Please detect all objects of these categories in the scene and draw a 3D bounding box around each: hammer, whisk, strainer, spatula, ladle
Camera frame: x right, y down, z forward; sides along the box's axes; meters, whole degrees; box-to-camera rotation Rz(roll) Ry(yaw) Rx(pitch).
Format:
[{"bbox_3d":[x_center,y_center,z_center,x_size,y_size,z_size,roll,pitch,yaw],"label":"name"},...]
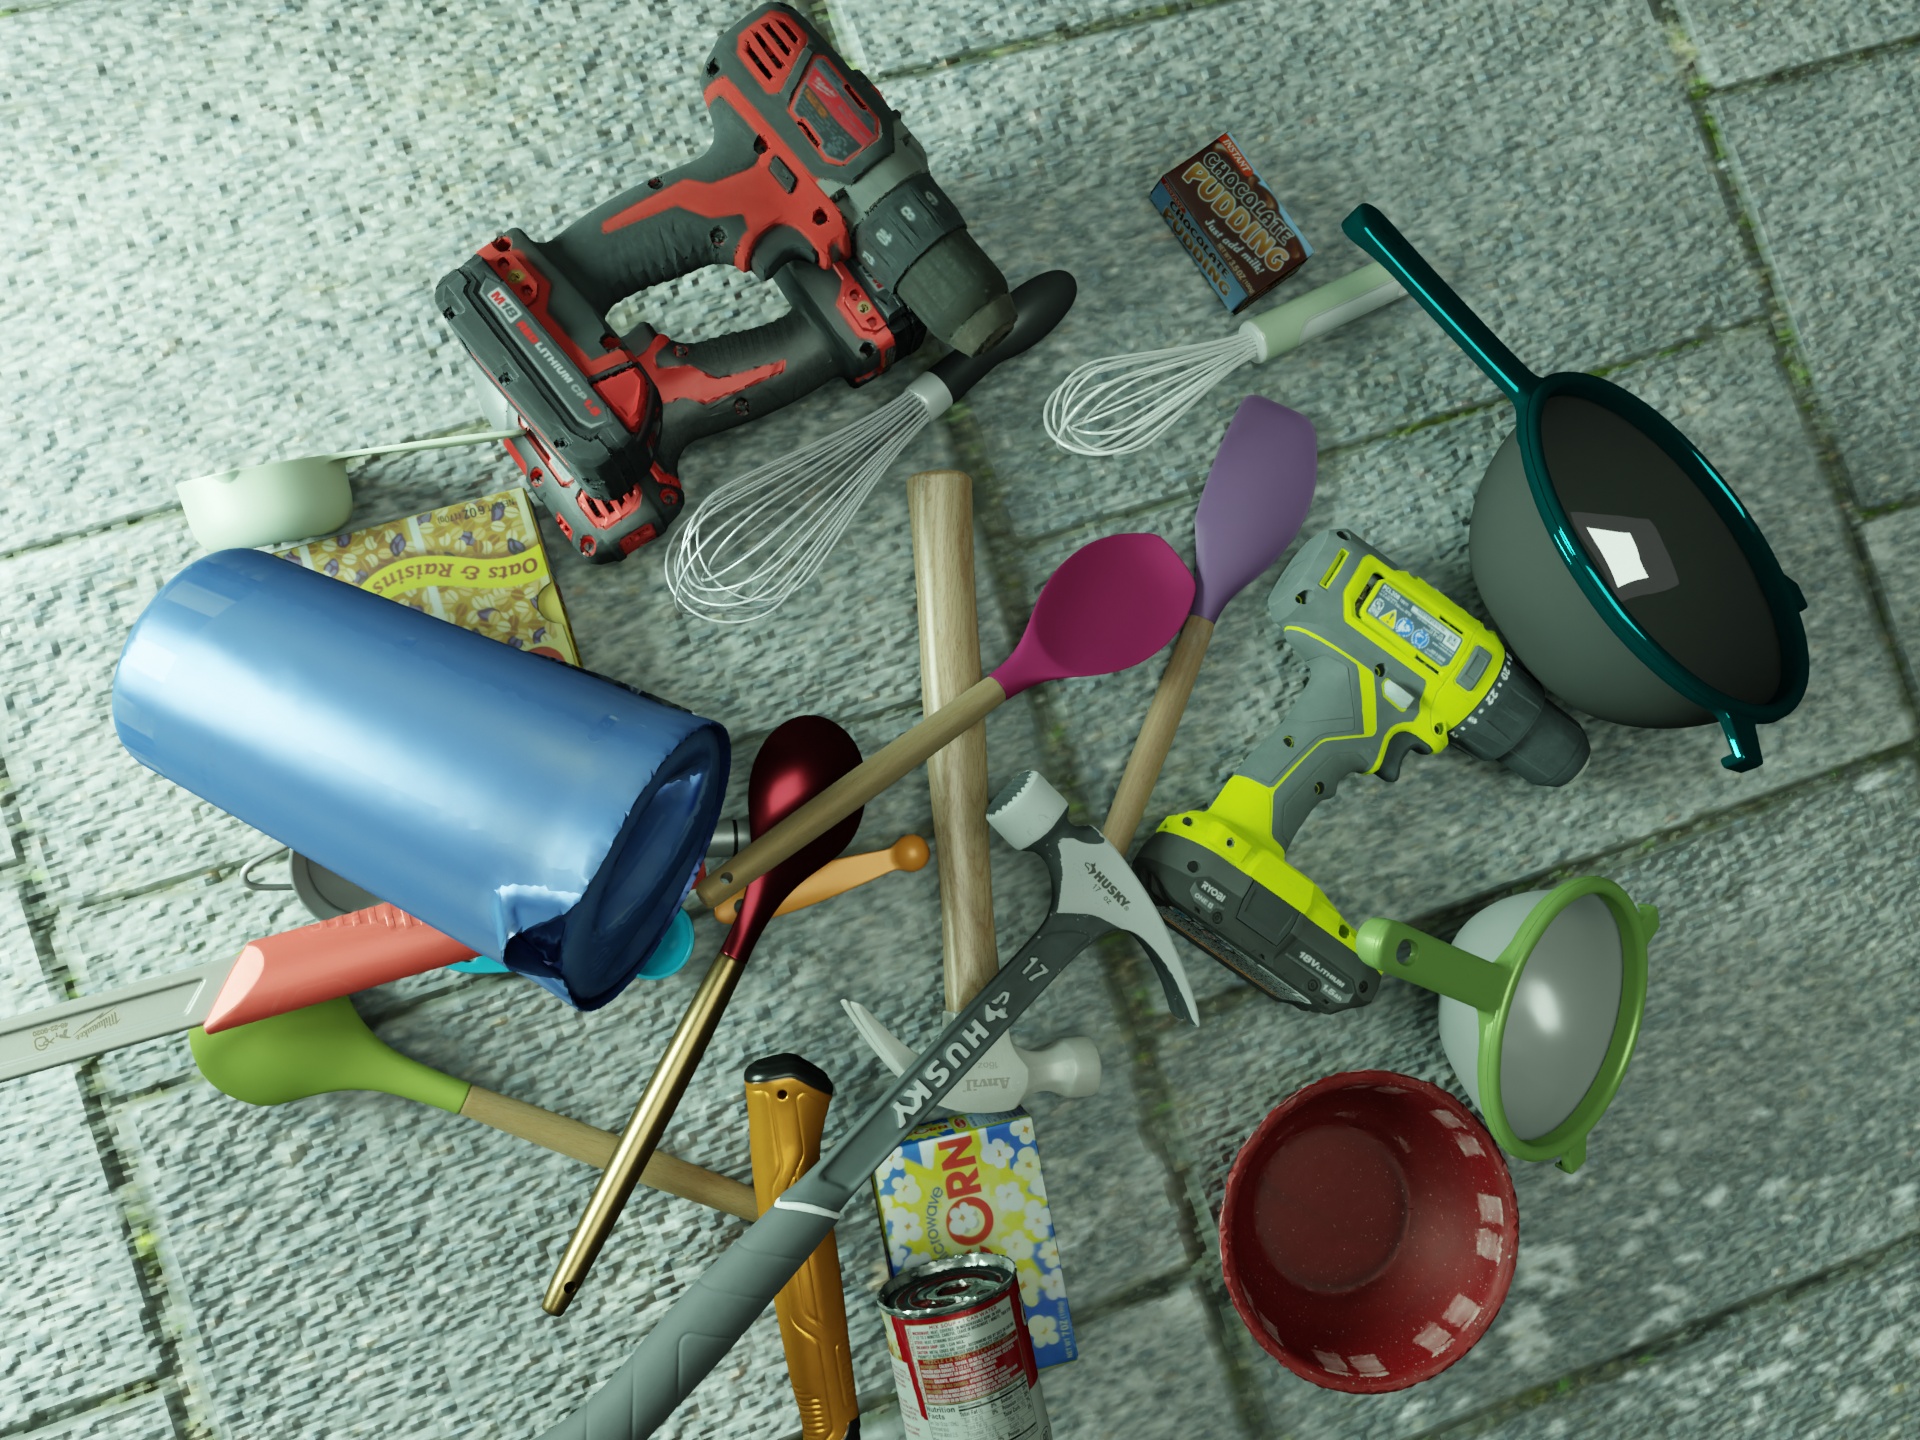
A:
[{"bbox_3d":[-0.003,0.034,0.823,0.130,0.031,0.331,-1,83,-22],"label":"hammer"},{"bbox_3d":[-0.040,-0.148,0.828,0.284,0.070,0.070,-42,93,-17],"label":"whisk"},{"bbox_3d":[-0.215,0.062,0.790,0.258,0.050,0.086,-1,113,-15],"label":"strainer"},{"bbox_3d":[0.124,-0.030,0.862,0.059,0.018,0.316,24,81,-4],"label":"spatula"},{"bbox_3d":[-0.074,0.333,0.779,0.127,0.034,0.337,-8,91,-10],"label":"hammer"},{"bbox_3d":[-0.218,0.193,0.783,0.320,0.062,0.078,25,82,-13],"label":"ladle"},{"bbox_3d":[0.299,-0.121,0.845,0.340,0.095,0.211,47,45,-1],"label":"strainer"},{"bbox_3d":[-0.290,0.119,0.719,0.359,0.036,0.149,-15,82,-18],"label":"hammer"},{"bbox_3d":[-0.054,0.218,0.751,0.149,0.036,0.409,46,80,-10],"label":"hammer"},{"bbox_3d":[0.154,-0.203,0.869,0.246,0.057,0.059,-27,60,-14],"label":"whisk"},{"bbox_3d":[0.257,0.133,0.806,0.256,0.069,0.151,24,84,-39],"label":"strainer"},{"bbox_3d":[-0.125,0.140,0.781,0.069,0.031,0.315,33,75,-28],"label":"ladle"}]

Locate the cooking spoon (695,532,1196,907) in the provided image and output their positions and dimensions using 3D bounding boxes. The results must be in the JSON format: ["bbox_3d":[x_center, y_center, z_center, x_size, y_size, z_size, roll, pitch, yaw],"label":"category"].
[{"bbox_3d":[-0.001,-0.003,0.802,0.319,0.017,0.069,-35,85,-23],"label":"cooking spoon"}]

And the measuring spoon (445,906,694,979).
[{"bbox_3d":[-0.197,0.113,0.803,0.128,0.021,0.042,-5,87,0],"label":"measuring spoon"}]

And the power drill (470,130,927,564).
[{"bbox_3d":[-0.136,-0.193,0.808,0.219,0.078,0.143,-35,91,-7],"label":"power drill"}]

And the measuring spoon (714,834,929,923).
[{"bbox_3d":[-0.071,0.083,0.824,0.117,0.011,0.021,-17,88,-11],"label":"measuring spoon"}]

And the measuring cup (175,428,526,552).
[{"bbox_3d":[-0.288,-0.111,0.765,0.167,0.083,0.038,-9,101,1],"label":"measuring cup"}]

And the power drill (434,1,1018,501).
[{"bbox_3d":[-0.103,-0.199,0.740,0.227,0.080,0.188,-41,92,-7],"label":"power drill"}]

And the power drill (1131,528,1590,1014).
[{"bbox_3d":[0.214,0.037,0.843,0.190,0.080,0.228,35,78,-5],"label":"power drill"}]
